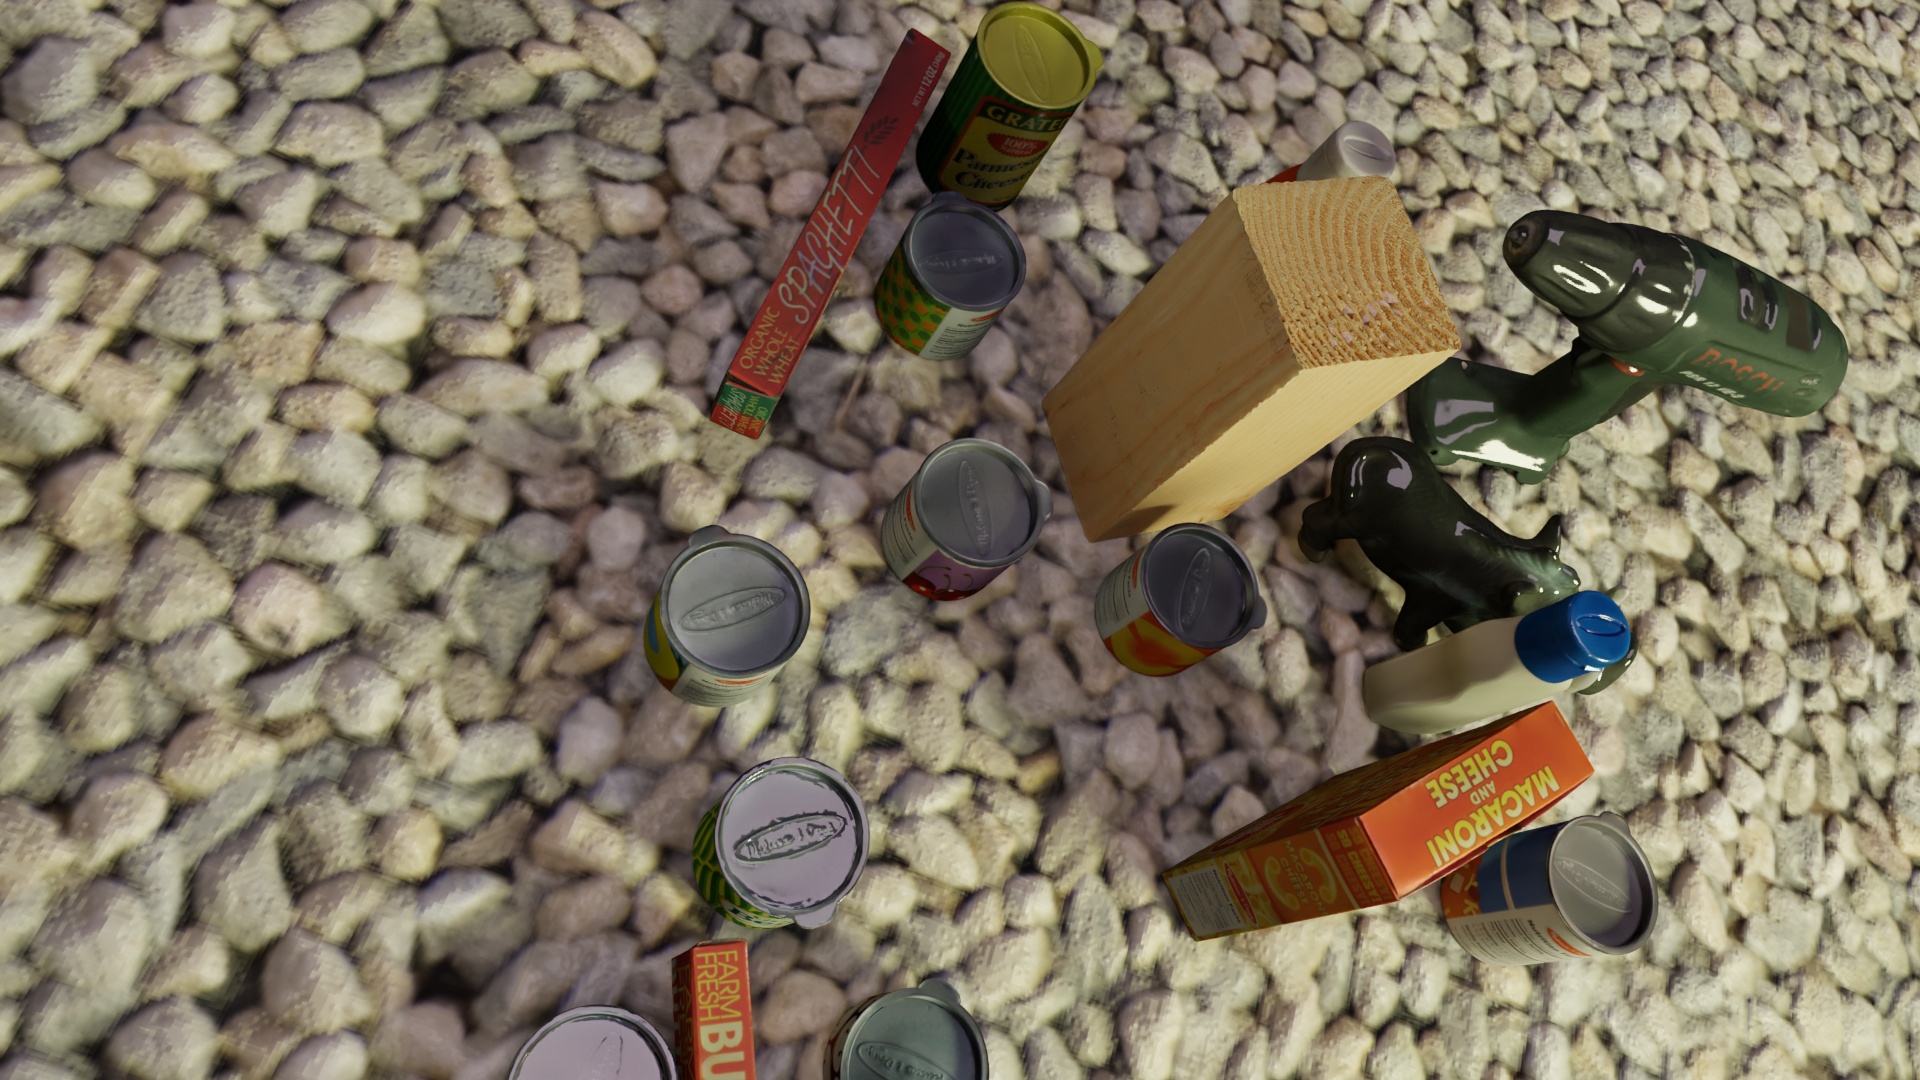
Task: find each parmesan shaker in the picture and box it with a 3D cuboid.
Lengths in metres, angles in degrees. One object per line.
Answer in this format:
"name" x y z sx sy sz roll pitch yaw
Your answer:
"parmesan shaker" 0.025 -0.232 0.757 0.071 0.102 0.071 8 67 -18

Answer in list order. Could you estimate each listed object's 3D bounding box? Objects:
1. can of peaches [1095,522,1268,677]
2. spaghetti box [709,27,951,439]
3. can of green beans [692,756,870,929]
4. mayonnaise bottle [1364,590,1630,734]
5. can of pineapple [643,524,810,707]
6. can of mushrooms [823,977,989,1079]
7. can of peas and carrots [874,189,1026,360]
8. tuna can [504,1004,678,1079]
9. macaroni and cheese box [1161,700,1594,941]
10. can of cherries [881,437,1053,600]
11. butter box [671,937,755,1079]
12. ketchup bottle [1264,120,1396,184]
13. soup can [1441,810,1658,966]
"can of peaches" 0.112 0.033 0.710 0.071 0.057 0.071 7 67 -18
"spaghetti box" -0.065 -0.164 0.725 0.029 0.050 0.251 27 62 -10
"can of green beans" -0.078 0.131 0.598 0.071 0.057 0.071 7 67 -18
"mayonnaise bottle" 0.272 0.064 0.708 0.065 0.147 0.041 8 67 -18
"can of pineapple" -0.106 0.035 0.625 0.071 0.057 0.071 7 67 -18
"can of mushrooms" -0.023 0.225 0.595 0.071 0.033 0.071 7 67 -18
"can of peas and carrots" -0.007 -0.138 0.732 0.071 0.058 0.071 7 67 -18
"tuna can" -0.145 0.220 0.551 0.071 0.032 0.071 7 67 -18
"macaroni and cheese box" 0.185 0.132 0.637 0.124 0.165 0.040 -22 79 -27
"can of cherries" 0.002 -0.009 0.684 0.071 0.058 0.072 7 67 -18
"butter box" -0.099 0.216 0.559 0.024 0.053 0.104 1 69 -21
"ketchup bottle" 0.181 -0.174 0.767 0.065 0.148 0.044 13 66 -16
"soup can" 0.299 0.178 0.709 0.071 0.083 0.071 8 67 -18
